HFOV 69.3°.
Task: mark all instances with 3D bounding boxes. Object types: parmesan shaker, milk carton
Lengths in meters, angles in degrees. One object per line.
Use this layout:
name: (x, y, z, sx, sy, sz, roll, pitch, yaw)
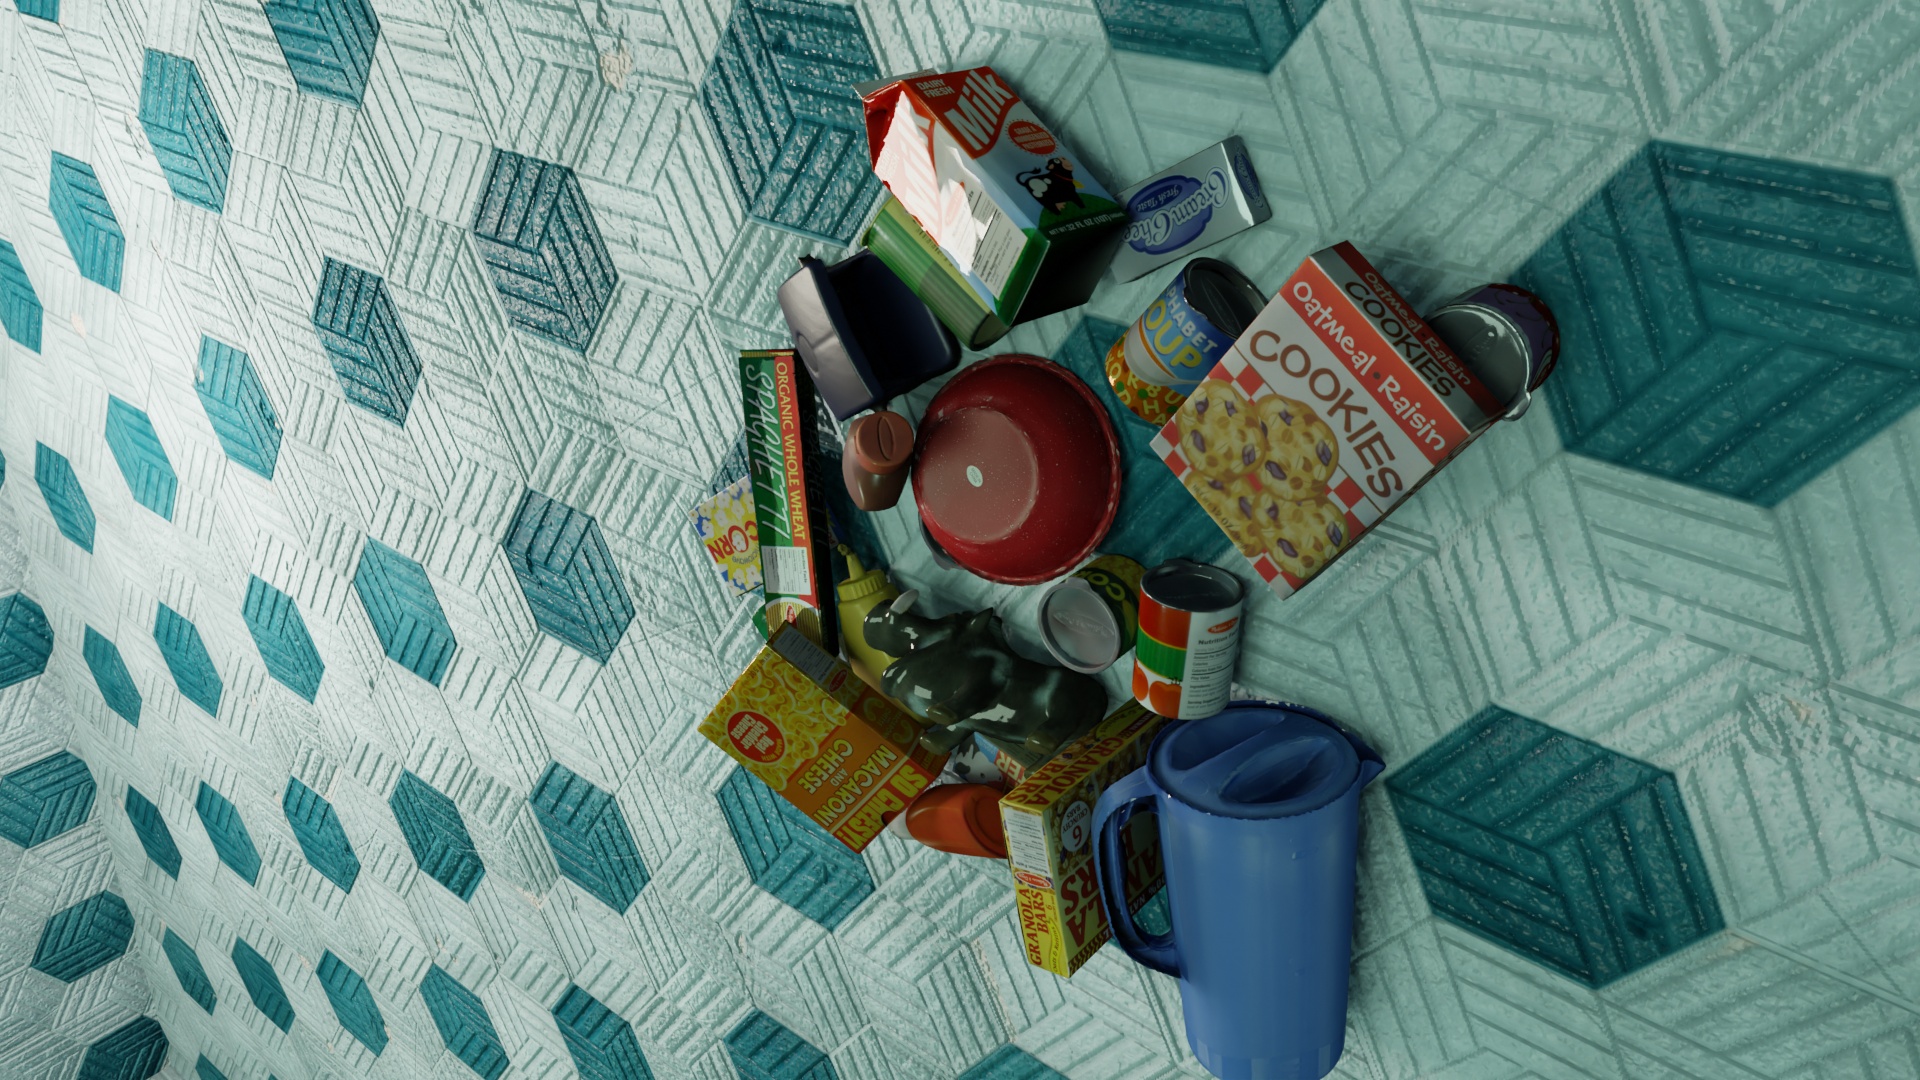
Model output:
parmesan shaker: (-0.006, -0.181, 0.919, 0.103, 0.071, 0.071, 47, 132, 12)
milk carton: (0.011, -0.229, 0.865, 0.191, 0.072, 0.073, 51, 142, 20)

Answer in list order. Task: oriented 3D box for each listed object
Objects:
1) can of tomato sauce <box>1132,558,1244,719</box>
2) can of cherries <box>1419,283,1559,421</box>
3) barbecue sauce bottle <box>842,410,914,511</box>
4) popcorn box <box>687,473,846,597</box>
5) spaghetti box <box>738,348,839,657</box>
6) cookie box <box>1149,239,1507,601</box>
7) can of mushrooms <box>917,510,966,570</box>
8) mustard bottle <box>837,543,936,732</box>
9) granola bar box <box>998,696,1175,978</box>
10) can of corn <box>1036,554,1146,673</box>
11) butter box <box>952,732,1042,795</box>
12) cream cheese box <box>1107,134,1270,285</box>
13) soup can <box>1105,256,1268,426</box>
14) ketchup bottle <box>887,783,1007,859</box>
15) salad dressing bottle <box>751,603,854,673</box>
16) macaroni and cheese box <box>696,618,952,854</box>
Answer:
can of tomato sauce: (0.147, 0.064, 0.911, 0.071, 0.071, 0.082, 20, 122, 32)
can of cherries: (0.277, -0.096, 0.734, 0.071, 0.058, 0.071, 17, 119, 33)
barbecue sauce bottle: (-0.056, -0.058, 0.941, 0.148, 0.044, 0.065, 144, 118, -82)
popcorn box: (-0.160, -0.013, 1.145, 0.126, 0.038, 0.085, -25, 94, 43)
spaghetti box: (-0.131, -0.025, 1.073, 0.050, 0.029, 0.249, 2, 105, 23)
cookie box: (0.194, -0.062, 0.759, 0.123, 0.040, 0.166, 52, 141, 13)
can of mushrooms: (0.004, -0.013, 1.014, 0.071, 0.033, 0.070, 17, 120, 32)
mustard bottle: (-0.062, 0.075, 1.098, 0.065, 0.049, 0.160, -11, 102, 45)
granola bar box: (0.098, 0.195, 0.943, 0.039, 0.166, 0.123, 5, 113, 40)
can of corn: (0.096, 0.047, 0.949, 0.071, 0.058, 0.070, 18, 120, 33)
butter box: (0.043, 0.184, 1.079, 0.103, 0.024, 0.052, 33, 128, 24)
cream cheese box: (0.130, -0.196, 0.832, 0.103, 0.024, 0.053, -18, 99, 43)
soup can: (0.134, -0.118, 0.832, 0.071, 0.072, 0.083, 51, 133, 9)
ketchup bottle: (-0.011, 0.223, 1.107, 0.064, 0.044, 0.148, 48, 151, -16)
salad dressing bottle: (-0.119, 0.112, 1.156, 0.148, 0.064, 0.043, 51, 149, 16)
macaroni and cheese box: (-0.109, 0.158, 1.091, 0.166, 0.040, 0.123, 39, 126, -3)
